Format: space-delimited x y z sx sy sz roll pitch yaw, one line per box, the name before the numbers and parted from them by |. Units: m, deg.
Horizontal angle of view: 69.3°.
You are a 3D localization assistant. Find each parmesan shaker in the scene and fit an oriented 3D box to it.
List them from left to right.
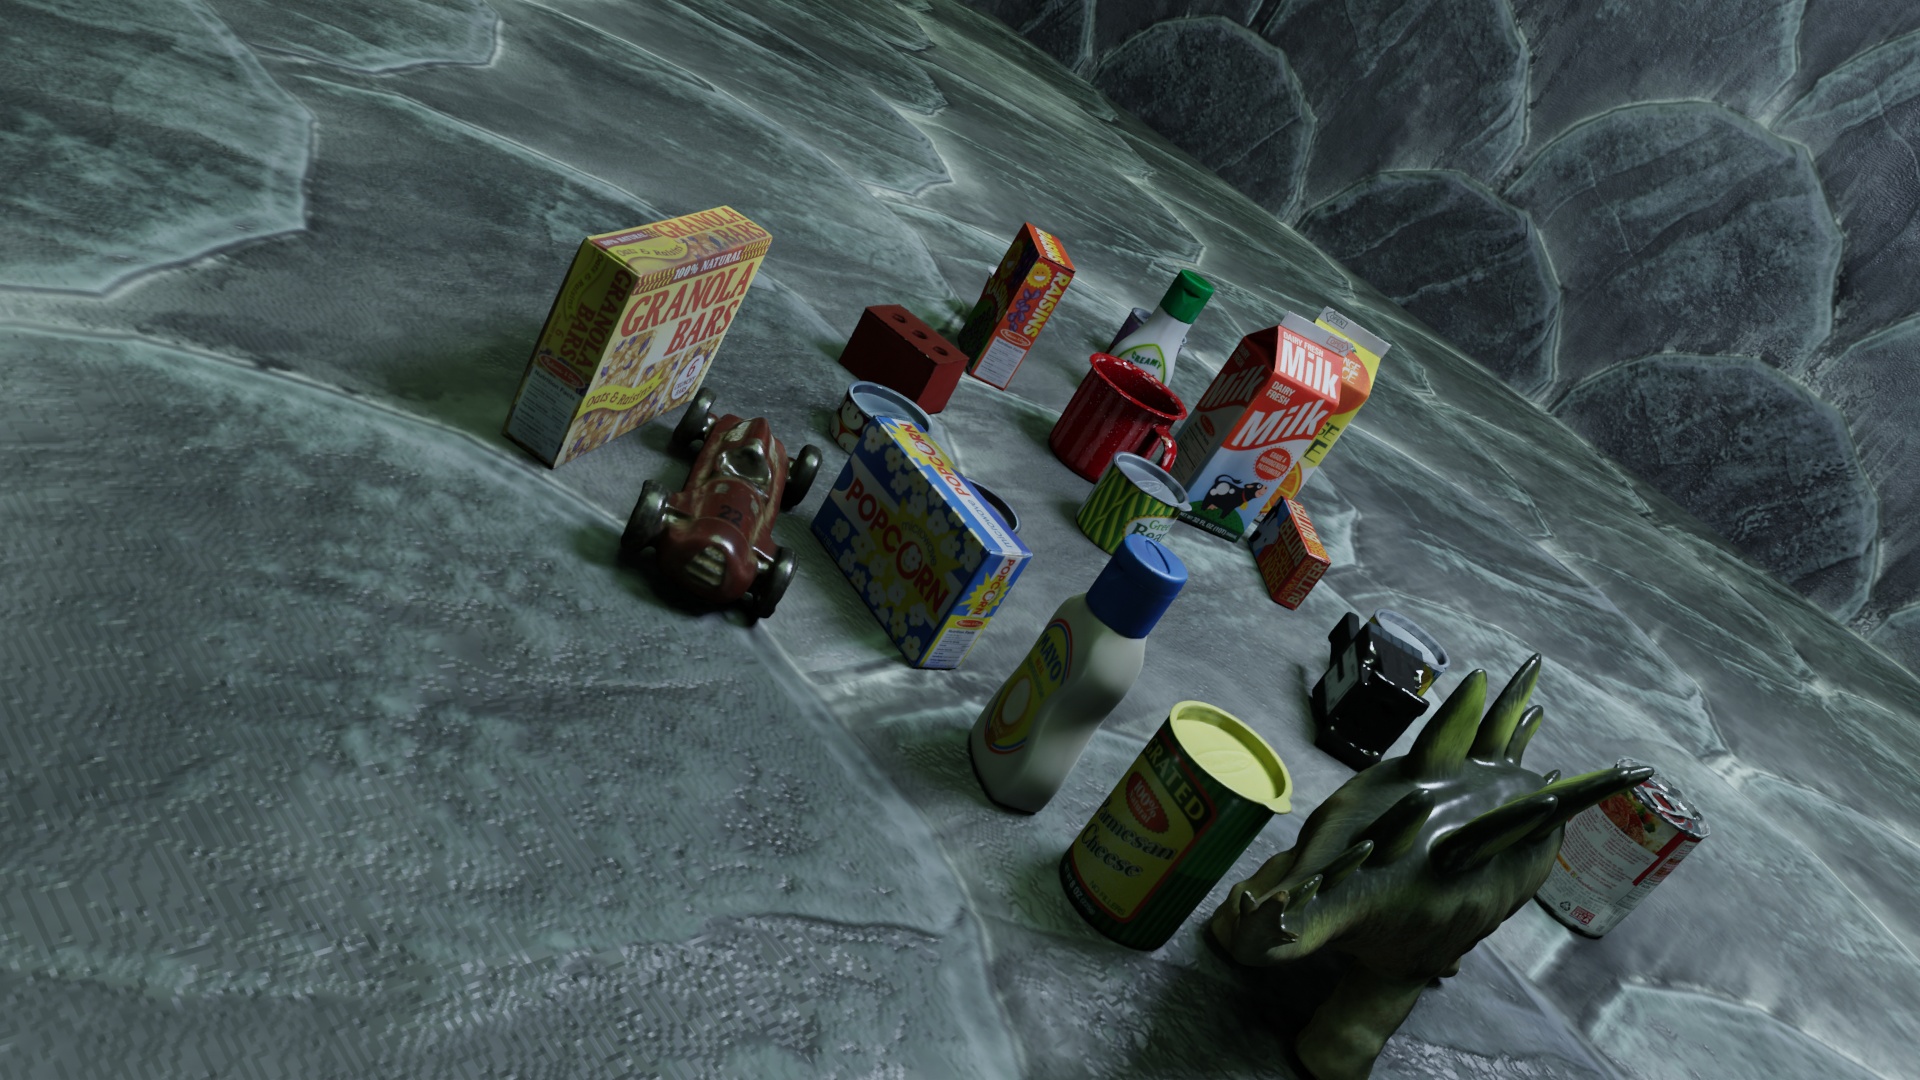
parmesan shaker | 0.102 0.138 0.658 0.071 0.102 0.071 26 25 -13

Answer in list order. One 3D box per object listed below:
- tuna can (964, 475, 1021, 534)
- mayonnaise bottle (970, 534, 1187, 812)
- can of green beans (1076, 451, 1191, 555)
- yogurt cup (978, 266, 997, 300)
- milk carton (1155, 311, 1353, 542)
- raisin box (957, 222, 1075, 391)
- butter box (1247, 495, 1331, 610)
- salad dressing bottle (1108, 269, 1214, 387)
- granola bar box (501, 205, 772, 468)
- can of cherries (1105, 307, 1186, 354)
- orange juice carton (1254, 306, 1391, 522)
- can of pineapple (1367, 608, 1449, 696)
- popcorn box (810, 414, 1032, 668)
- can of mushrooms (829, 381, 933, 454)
tuna can | 0.003 -0.011 0.907 0.071 0.032 0.071 26 25 -13
mayonnaise bottle | 0.058 0.064 0.691 0.041 0.147 0.065 20 27 -25
can of green beans | 0.129 -0.024 1.047 0.071 0.057 0.071 26 25 -13
yogurt cup | 0.046 -0.217 1.316 0.072 0.053 0.073 26 25 -13
milk carton | 0.247 -0.100 1.165 0.072 0.189 0.074 21 26 -23
raisin box | 0.048 -0.204 1.211 0.040 0.123 0.086 23 26 -19
butter box | 0.273 0.009 1.157 0.024 0.053 0.104 25 25 -14
salad dressing bottle | 0.180 -0.181 1.292 0.064 0.147 0.044 31 24 -3
granola bar box | -0.180 -0.121 0.790 0.039 0.123 0.166 34 24 3
can of cherries | 0.193 -0.200 1.449 0.071 0.058 0.072 26 25 -13
orange juice carton | 0.303 -0.115 1.256 0.072 0.192 0.073 29 24 -7
can of pineapple | 0.325 0.095 1.051 0.071 0.057 0.071 26 25 -13
popcorn box | -0.025 0.000 0.790 0.038 0.085 0.127 5 35 -45
can of mushrooms | -0.054 -0.077 0.964 0.071 0.033 0.071 26 25 -13
